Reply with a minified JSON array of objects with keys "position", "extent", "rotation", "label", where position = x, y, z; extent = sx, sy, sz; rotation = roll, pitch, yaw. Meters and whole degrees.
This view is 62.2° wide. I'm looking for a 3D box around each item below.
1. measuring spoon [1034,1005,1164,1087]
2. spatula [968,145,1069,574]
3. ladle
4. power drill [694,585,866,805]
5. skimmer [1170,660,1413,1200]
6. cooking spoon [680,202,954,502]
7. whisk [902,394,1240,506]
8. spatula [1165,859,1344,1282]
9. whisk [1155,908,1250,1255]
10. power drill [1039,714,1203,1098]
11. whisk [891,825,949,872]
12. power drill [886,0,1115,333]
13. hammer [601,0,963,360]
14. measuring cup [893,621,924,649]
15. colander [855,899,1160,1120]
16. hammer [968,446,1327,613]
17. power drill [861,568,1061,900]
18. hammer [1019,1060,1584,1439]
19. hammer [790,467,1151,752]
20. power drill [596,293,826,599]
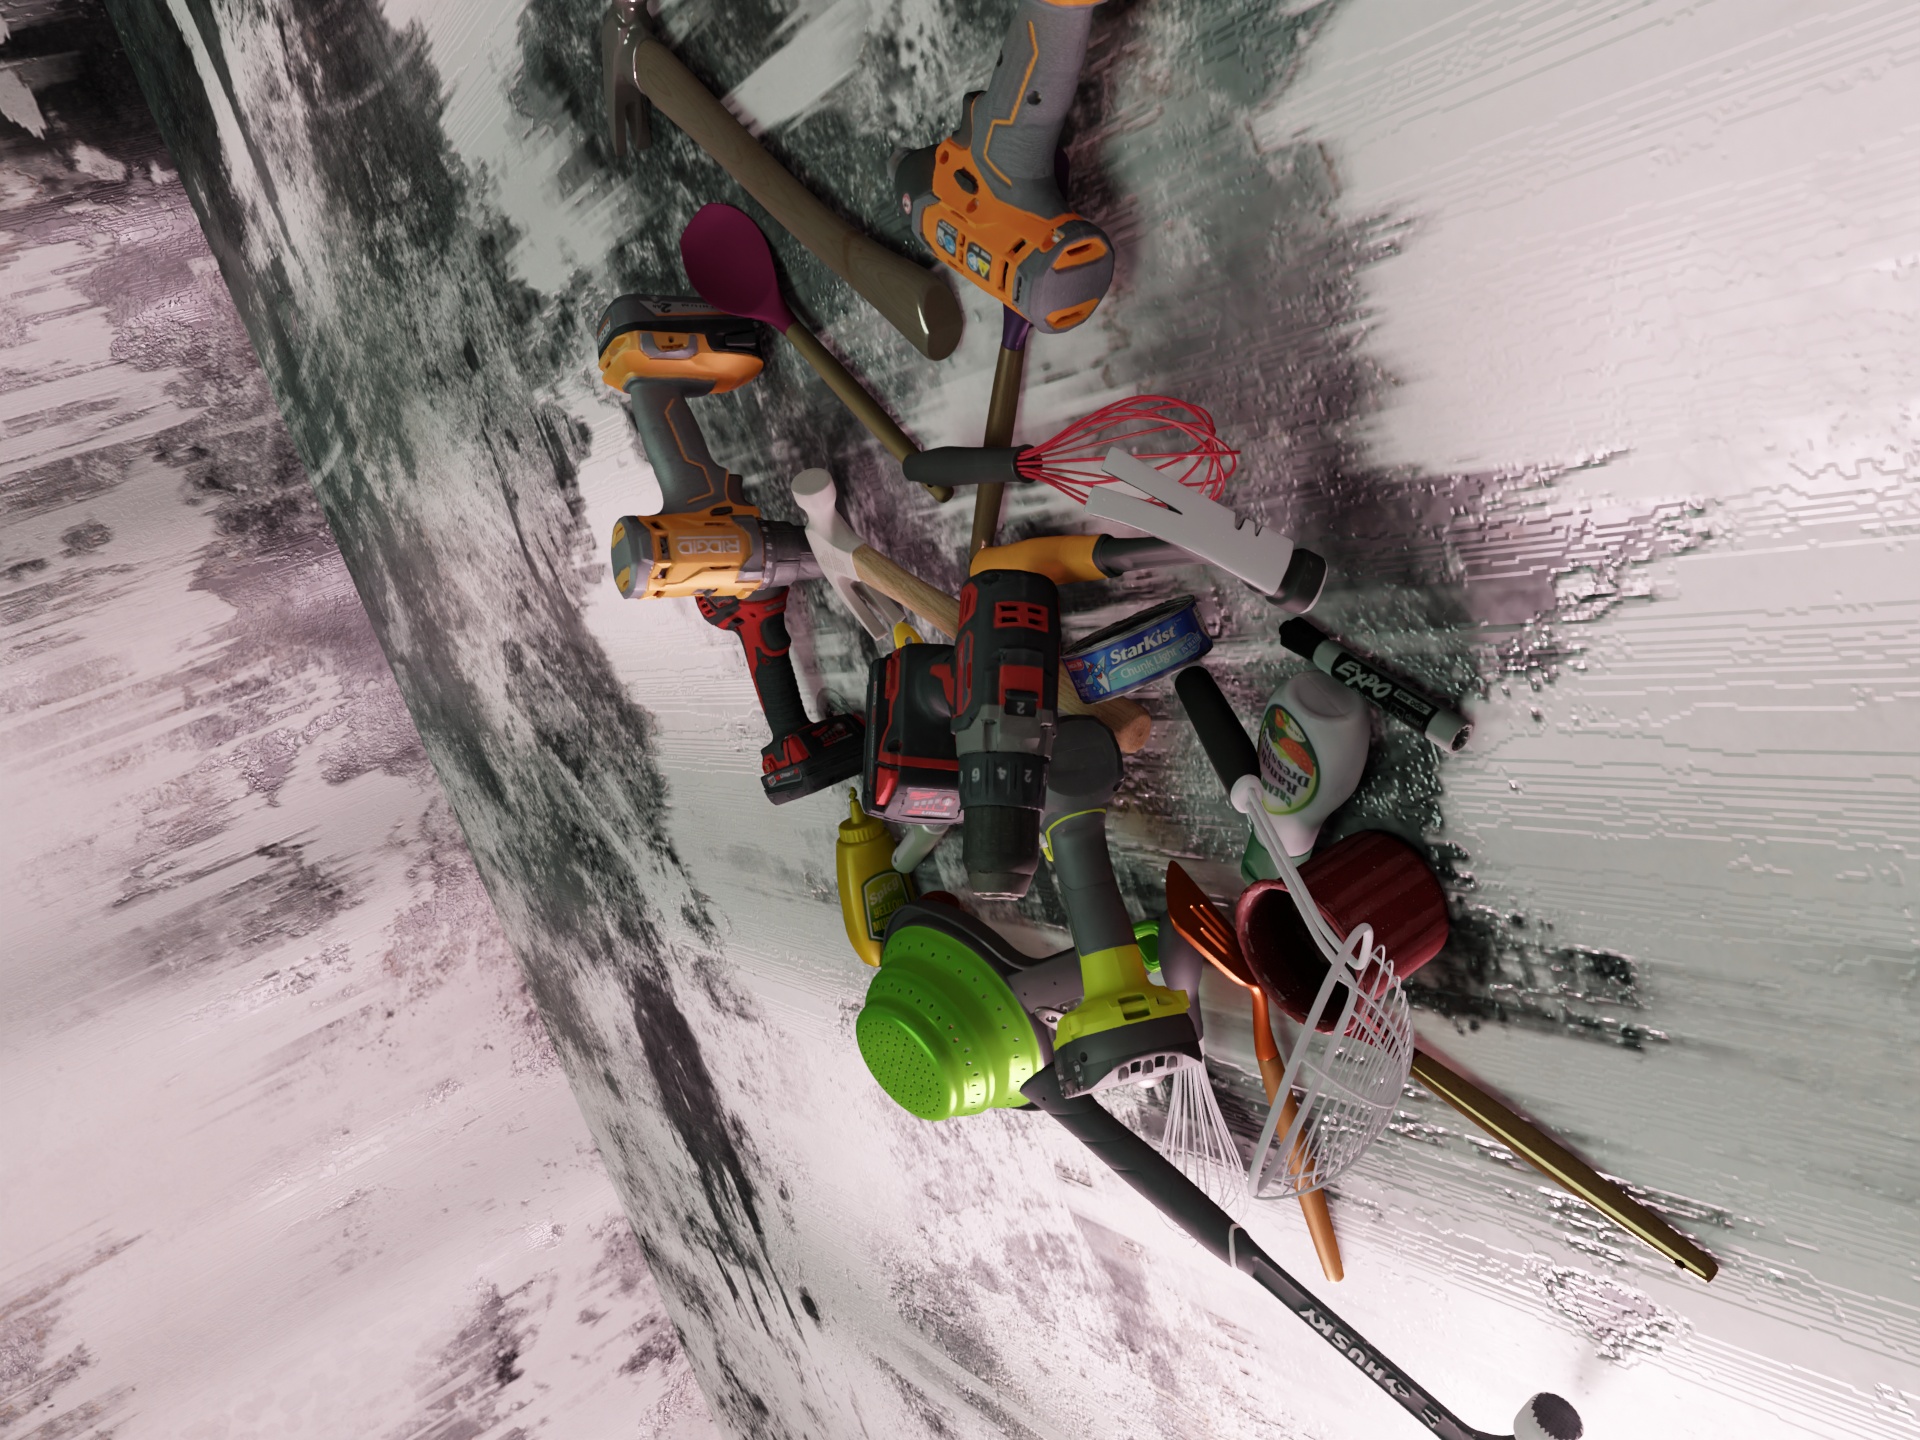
[{"position":[0.101,0.238,1.151],"extent":[0.124,0.018,0.034],"rotation":[32,130,-25],"label":"measuring spoon"},{"position":[0.028,-0.213,0.987],"extent":[0.060,0.018,0.315],"rotation":[45,145,31],"label":"spatula"},{"position":[0.281,0.210,0.904],"extent":[0.316,0.031,0.069],"rotation":[35,141,39],"label":"ladle"},{"position":[-0.151,-0.047,1.361],"extent":[0.143,0.078,0.219],"rotation":[-21,92,61],"label":"power drill"},{"position":[0.136,0.074,0.803],"extent":[0.364,0.090,0.127],"rotation":[-106,18,-54],"label":"skimmer"},{"position":[-0.106,-0.267,1.153],"extent":[0.068,0.017,0.319],"rotation":[-48,68,18],"label":"cooking spoon"},{"position":[0.052,-0.151,0.937],"extent":[0.296,0.073,0.073],"rotation":[11,122,54],"label":"whisk"},{"position":[0.198,0.240,1.042],"extent":[0.081,0.041,0.322],"rotation":[-70,-37,-67],"label":"spatula"},{"position":[0.160,0.251,1.104],"extent":[0.070,0.070,0.284],"rotation":[23,128,50],"label":"whisk"},{"position":[0.080,0.125,1.045],"extent":[0.190,0.080,0.229],"rotation":[108,149,-72],"label":"power drill"},{"position":[-0.019,0.077,1.270],"extent":[0.246,0.059,0.058],"rotation":[125,154,-62],"label":"whisk"},{"position":[0.020,-0.337,0.827],"extent":[0.164,0.084,0.226],"rotation":[43,144,33],"label":"power drill"},{"position":[-0.135,-0.370,1.112],"extent":[0.411,0.038,0.146],"rotation":[48,149,27],"label":"hammer"},{"position":[-0.002,-0.004,1.129],"extent":[0.029,0.062,0.156],"rotation":[9,134,59],"label":"measuring cup"},{"position":[0.023,0.229,1.224],"extent":[0.204,0.094,0.397],"rotation":[56,144,0],"label":"colander"},{"position":[0.068,-0.095,0.908],"extent":[0.127,0.034,0.337],"rotation":[24,175,-18],"label":"hammer"},{"position":[0.003,0.020,0.982],"extent":[0.226,0.080,0.188],"rotation":[152,121,-71],"label":"power drill"},{"position":[0.199,0.366,1.057],"extent":[0.409,0.036,0.149],"rotation":[37,130,25],"label":"hammer"},{"position":[0.004,-0.065,1.112],"extent":[0.332,0.031,0.129],"rotation":[34,155,36],"label":"hammer"},{"position":[-0.182,-0.204,1.222],"extent":[0.084,0.185,0.226],"rotation":[-23,73,61],"label":"power drill"}]
